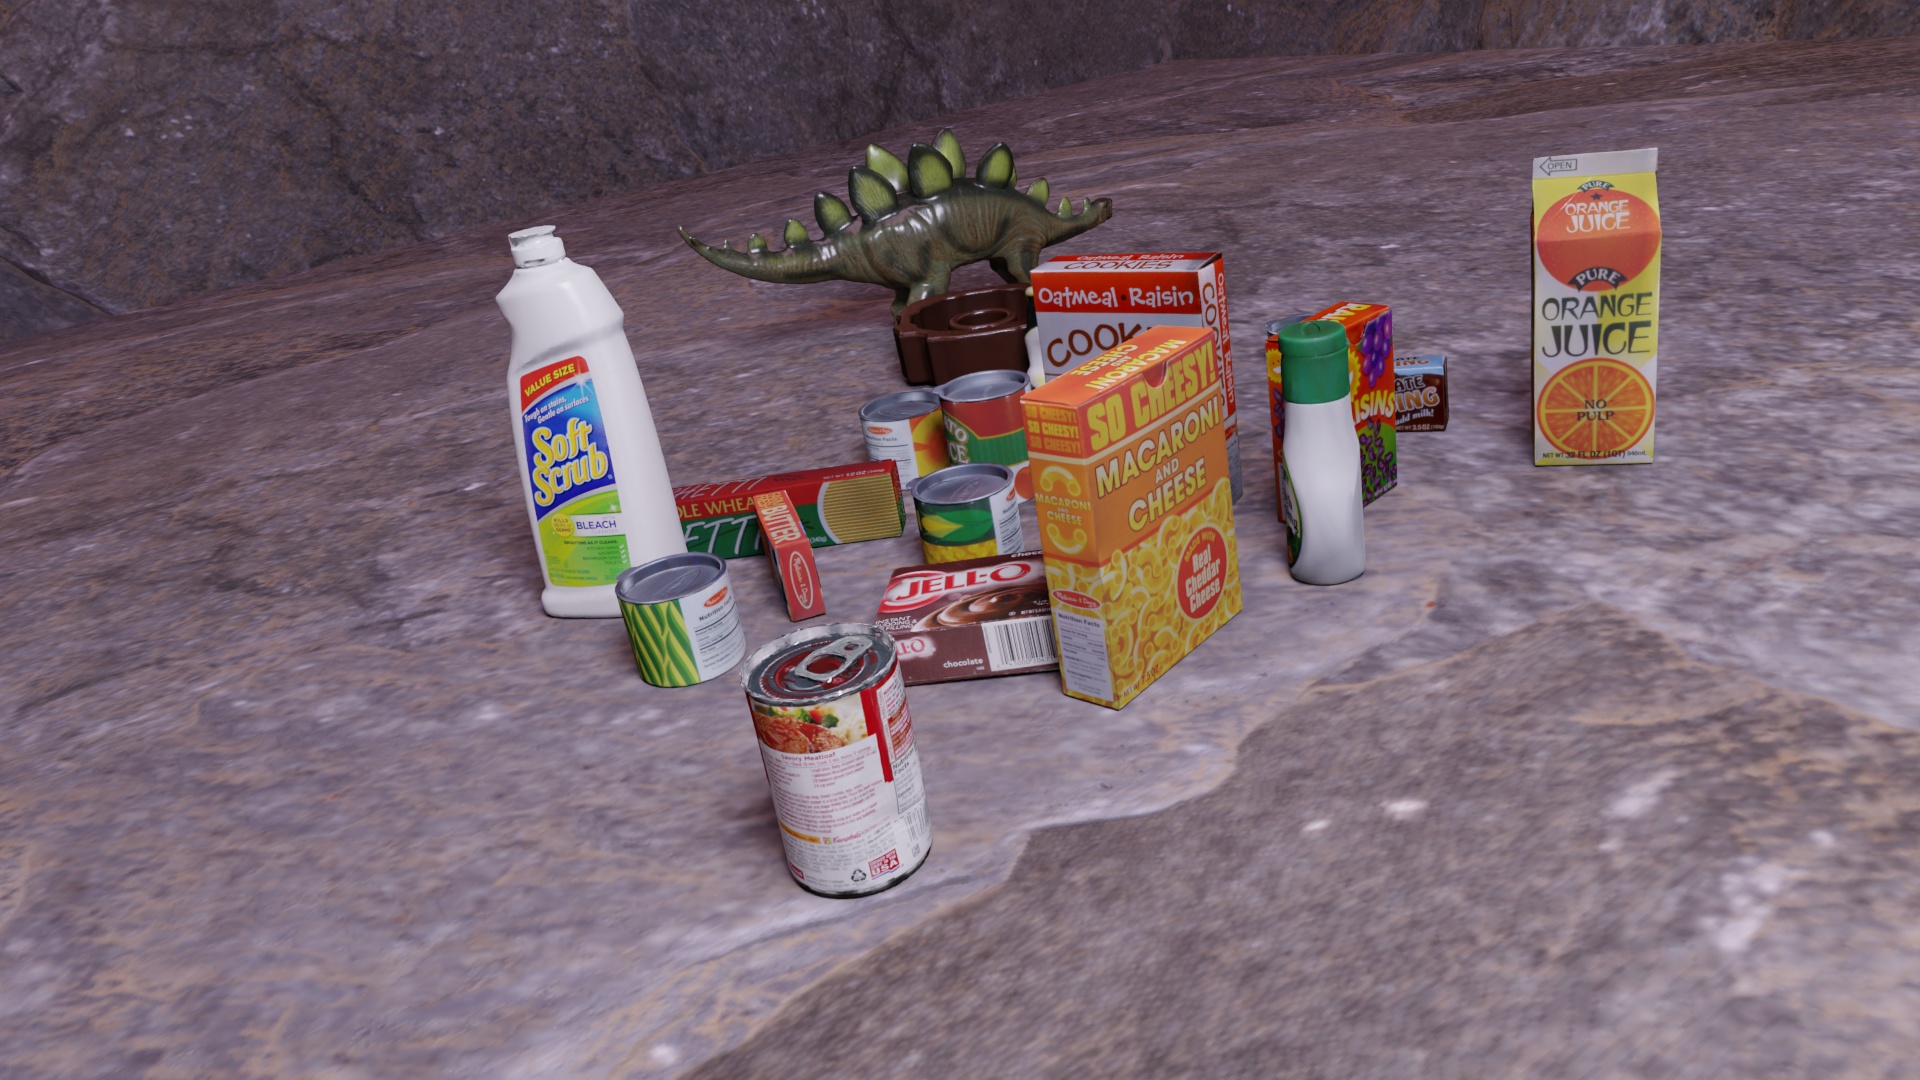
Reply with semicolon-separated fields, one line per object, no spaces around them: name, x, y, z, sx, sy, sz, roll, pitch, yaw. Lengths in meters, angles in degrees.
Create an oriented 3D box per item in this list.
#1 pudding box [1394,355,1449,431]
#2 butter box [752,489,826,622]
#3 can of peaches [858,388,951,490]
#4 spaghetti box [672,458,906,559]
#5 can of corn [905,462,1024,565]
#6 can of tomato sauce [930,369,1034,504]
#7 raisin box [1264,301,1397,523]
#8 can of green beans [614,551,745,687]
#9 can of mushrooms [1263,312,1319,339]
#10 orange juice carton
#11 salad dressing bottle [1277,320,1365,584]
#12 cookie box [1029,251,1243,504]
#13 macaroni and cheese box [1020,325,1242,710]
pudding box;0.306;-0.105;0.997;0.083;0.049;0.030;0;25;22
butter box;-0.112;0.008;0.899;0.024;0.053;0.104;-15;24;-11
can of peaches;-0.039;-0.078;1.061;0.071;0.057;0.071;-8;23;4
spaghetti box;-0.165;-0.014;0.975;0.250;0.050;0.029;-7;23;5
can of corn;0.003;-0.011;0.891;0.071;0.058;0.071;-8;23;4
can of tomato sauce;0.021;-0.072;0.993;0.071;0.082;0.071;-8;23;4
raisin box;0.235;-0.079;0.872;0.086;0.123;0.040;-27;28;-35
can of green beans;-0.165;0.047;0.825;0.071;0.057;0.071;-8;23;4
can of mushrooms;0.289;-0.167;1.166;0.071;0.033;0.071;-8;23;4
orange juice carton;0.401;-0.149;0.881;0.072;0.191;0.073;-1;24;21
salad dressing bottle;0.203;-0.049;0.786;0.044;0.147;0.064;-5;23;12
cookie box;0.118;-0.105;0.923;0.123;0.166;0.040;7;28;34
macaroni and cheese box;0.095;-0.015;0.726;0.040;0.165;0.124;11;31;41
